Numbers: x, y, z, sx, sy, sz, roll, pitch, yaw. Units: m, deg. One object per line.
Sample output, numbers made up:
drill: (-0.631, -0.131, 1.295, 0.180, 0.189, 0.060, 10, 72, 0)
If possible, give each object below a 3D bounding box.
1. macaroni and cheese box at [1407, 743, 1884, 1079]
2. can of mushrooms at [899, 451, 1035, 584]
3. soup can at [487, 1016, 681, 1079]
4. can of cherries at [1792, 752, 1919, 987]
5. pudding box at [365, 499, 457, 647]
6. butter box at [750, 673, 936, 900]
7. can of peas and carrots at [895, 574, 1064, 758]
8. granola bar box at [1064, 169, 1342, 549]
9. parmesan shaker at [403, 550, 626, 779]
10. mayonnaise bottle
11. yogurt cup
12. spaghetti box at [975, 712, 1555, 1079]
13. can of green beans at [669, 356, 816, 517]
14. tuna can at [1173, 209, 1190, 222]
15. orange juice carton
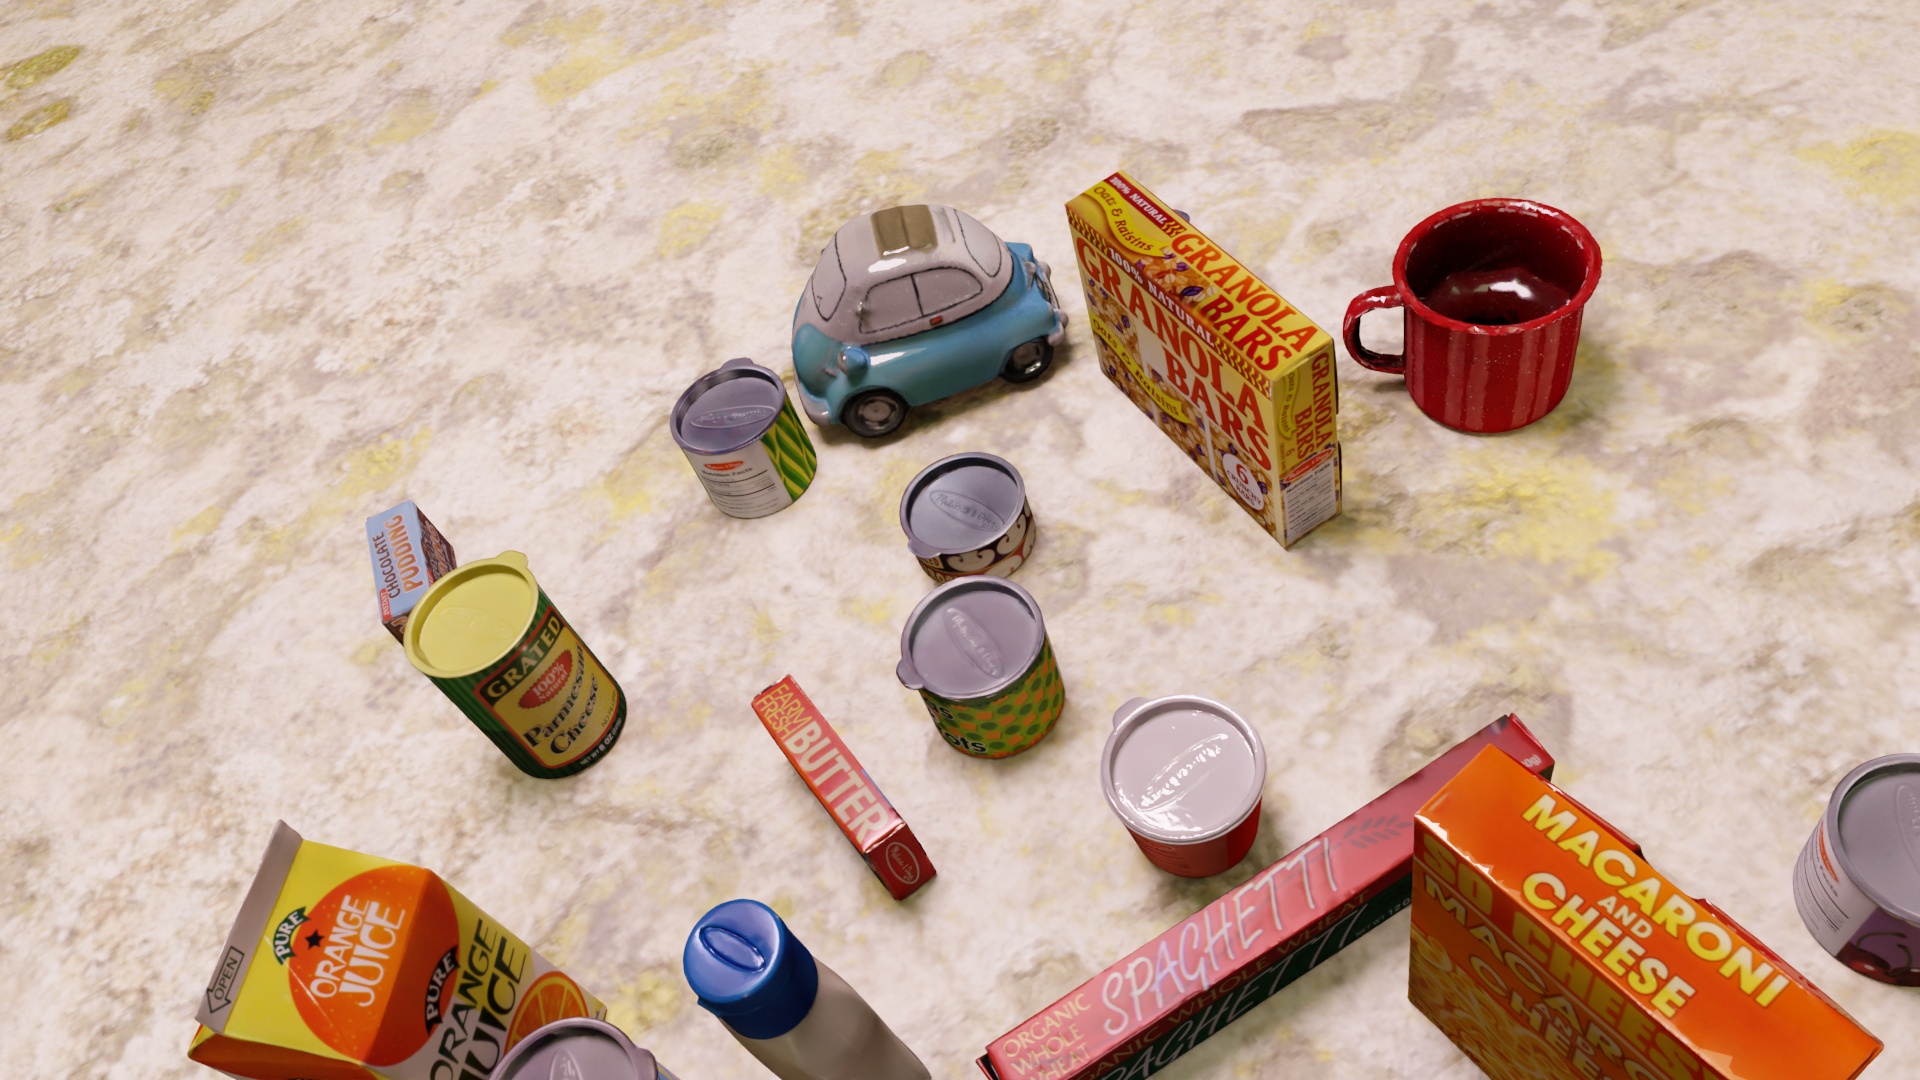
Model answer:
macaroni and cheese box: (0.204, 0.151, 0.445, 0.040, 0.165, 0.124, -38, 52, -13)
can of mushrooms: (0.003, -0.009, 0.716, 0.071, 0.033, 0.071, -8, 51, 10)
soup can: (-0.134, 0.230, 0.538, 0.071, 0.083, 0.072, -8, 51, 11)
can of cherries: (0.344, 0.119, 0.498, 0.071, 0.058, 0.072, -8, 51, 11)
pudding box: (-0.301, 0.024, 0.770, 0.030, 0.049, 0.084, -26, 50, -4)
butter box: (-0.054, 0.111, 0.627, 0.024, 0.053, 0.104, -36, 52, -12)
can of peas and carrots: (0.010, 0.061, 0.643, 0.071, 0.058, 0.071, -8, 51, 11)
granola bar box: (0.120, -0.091, 0.686, 0.039, 0.123, 0.166, -32, 51, -8)
parmesan shaker: (-0.212, 0.063, 0.679, 0.071, 0.102, 0.072, -8, 51, 11)
mayonnaise bottle: (-0.057, 0.178, 0.514, 0.065, 0.147, 0.041, 20, 62, 29)
yogurt cup: (0.096, 0.106, 0.585, 0.072, 0.053, 0.073, -8, 51, 11)
spaghetti box: (0.123, 0.152, 0.544, 0.250, 0.050, 0.029, -30, 51, -8)
can of green beans: (-0.119, -0.055, 0.772, 0.071, 0.057, 0.071, -8, 51, 11)
tuna can: (0.108, -0.156, 0.800, 0.071, 0.032, 0.071, -8, 51, 10)
orange juice carton: (-0.216, 0.179, 0.531, 0.073, 0.191, 0.072, -3, 53, 14)
